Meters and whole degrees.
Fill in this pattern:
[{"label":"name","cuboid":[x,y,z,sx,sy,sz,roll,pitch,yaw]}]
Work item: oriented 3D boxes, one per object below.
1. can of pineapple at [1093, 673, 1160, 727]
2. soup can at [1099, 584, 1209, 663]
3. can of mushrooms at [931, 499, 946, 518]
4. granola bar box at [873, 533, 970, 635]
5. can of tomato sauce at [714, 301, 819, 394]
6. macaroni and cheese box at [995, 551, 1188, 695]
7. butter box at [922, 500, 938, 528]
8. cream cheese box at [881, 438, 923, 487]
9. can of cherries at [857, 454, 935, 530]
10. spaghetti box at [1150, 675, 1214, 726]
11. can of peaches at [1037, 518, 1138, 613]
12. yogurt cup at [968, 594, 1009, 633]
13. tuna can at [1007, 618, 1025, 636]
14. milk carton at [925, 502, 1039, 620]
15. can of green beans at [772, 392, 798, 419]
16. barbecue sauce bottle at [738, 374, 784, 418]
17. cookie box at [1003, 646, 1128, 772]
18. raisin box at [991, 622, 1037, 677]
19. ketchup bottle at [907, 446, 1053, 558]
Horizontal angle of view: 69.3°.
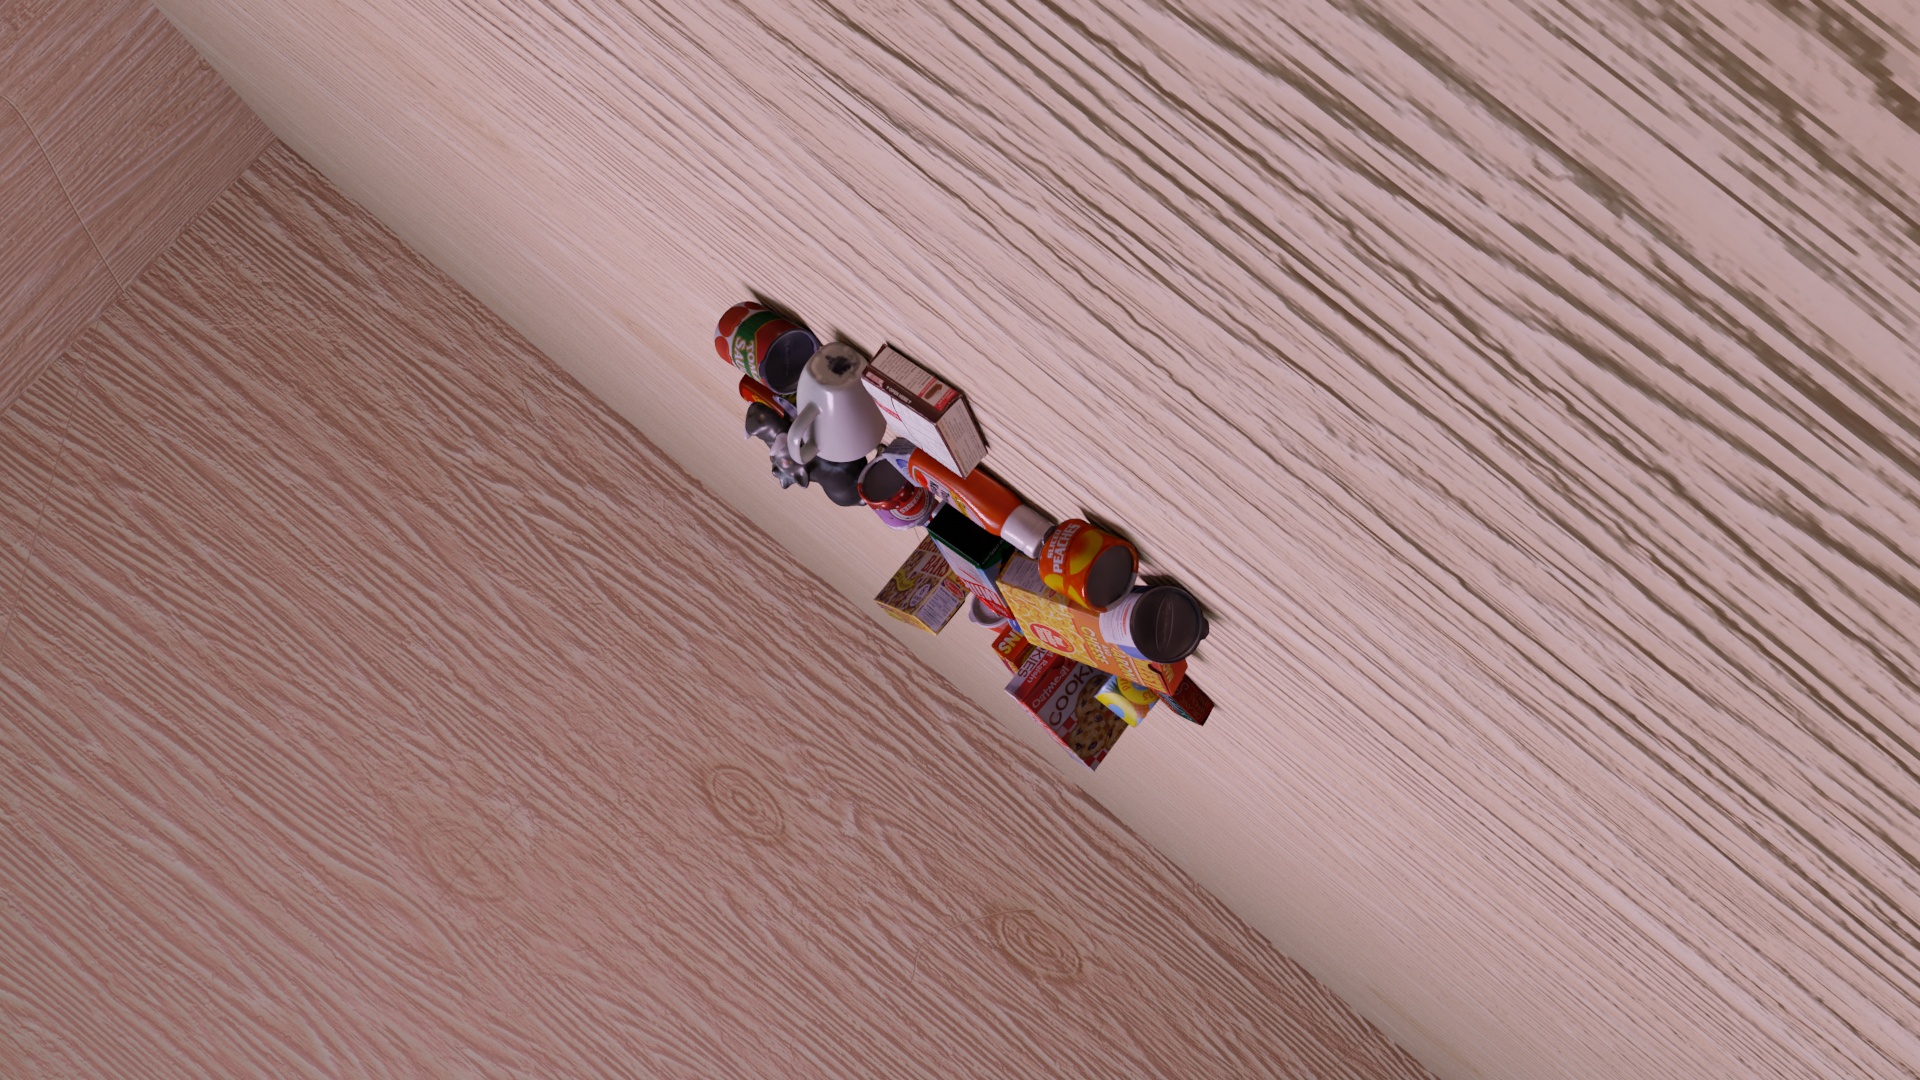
[{"label":"can of pineapple","cuboid":[0.190,0.164,1.533,0.058,0.071,0.071,38,170,7]},{"label":"soup can","cuboid":[0.166,0.072,1.201,0.071,0.071,0.083,41,171,-9]},{"label":"can of mushrooms","cuboid":[0.005,-0.019,1.482,0.071,0.033,0.071,38,170,9]},{"label":"granola bar box","cuboid":[-0.027,0.043,1.612,0.039,0.124,0.165,42,170,-17]},{"label":"can of tomato sauce","cuboid":[-0.187,-0.184,1.329,0.083,0.071,0.071,32,168,37]},{"label":"macaroni and cheese box","cuboid":[0.127,0.082,1.340,0.166,0.040,0.123,20,156,31]},{"label":"butter box","cuboid":[-0.055,-0.042,1.628,0.103,0.024,0.053,30,166,44]},{"label":"cream cheese box","cuboid":[-0.041,-0.079,1.407,0.053,0.024,0.104,43,170,-17]},{"label":"can of cherries","cuboid":[-0.067,-0.052,1.496,0.071,0.071,0.058,31,168,39]},{"label":"spaghetti box","cuboid":[0.174,0.107,1.440,0.249,0.029,0.050,44,169,-26]},{"label":"can of peaches","cuboid":[0.107,0.020,1.174,0.058,0.071,0.071,29,166,45]},{"label":"yogurt cup","cuboid":[0.054,0.083,1.682,0.072,0.072,0.054,30,175,42]},{"label":"tuna can","cuboid":[0.084,0.074,1.516,0.033,0.071,0.071,29,166,47]},{"label":"milk carton","cuboid":[0.038,0.018,1.413,0.073,0.072,0.190,34,168,27]},{"label":"can of green beans","cuboid":[-0.140,-0.143,1.381,0.071,0.058,0.071,38,170,8]},{"label":"barbecue sauce bottle","cuboid":[-0.185,-0.142,1.599,0.149,0.044,0.064,37,170,11]},{"label":"cookie box","cuboid":[0.139,0.170,1.582,0.040,0.123,0.167,26,164,49]},{"label":"raisin box","cuboid":[0.090,0.125,1.668,0.040,0.086,0.123,36,170,27]},{"label":"ketchup bottle","cuboid":[0.020,-0.039,1.301,0.149,0.043,0.064,35,169,19]}]
